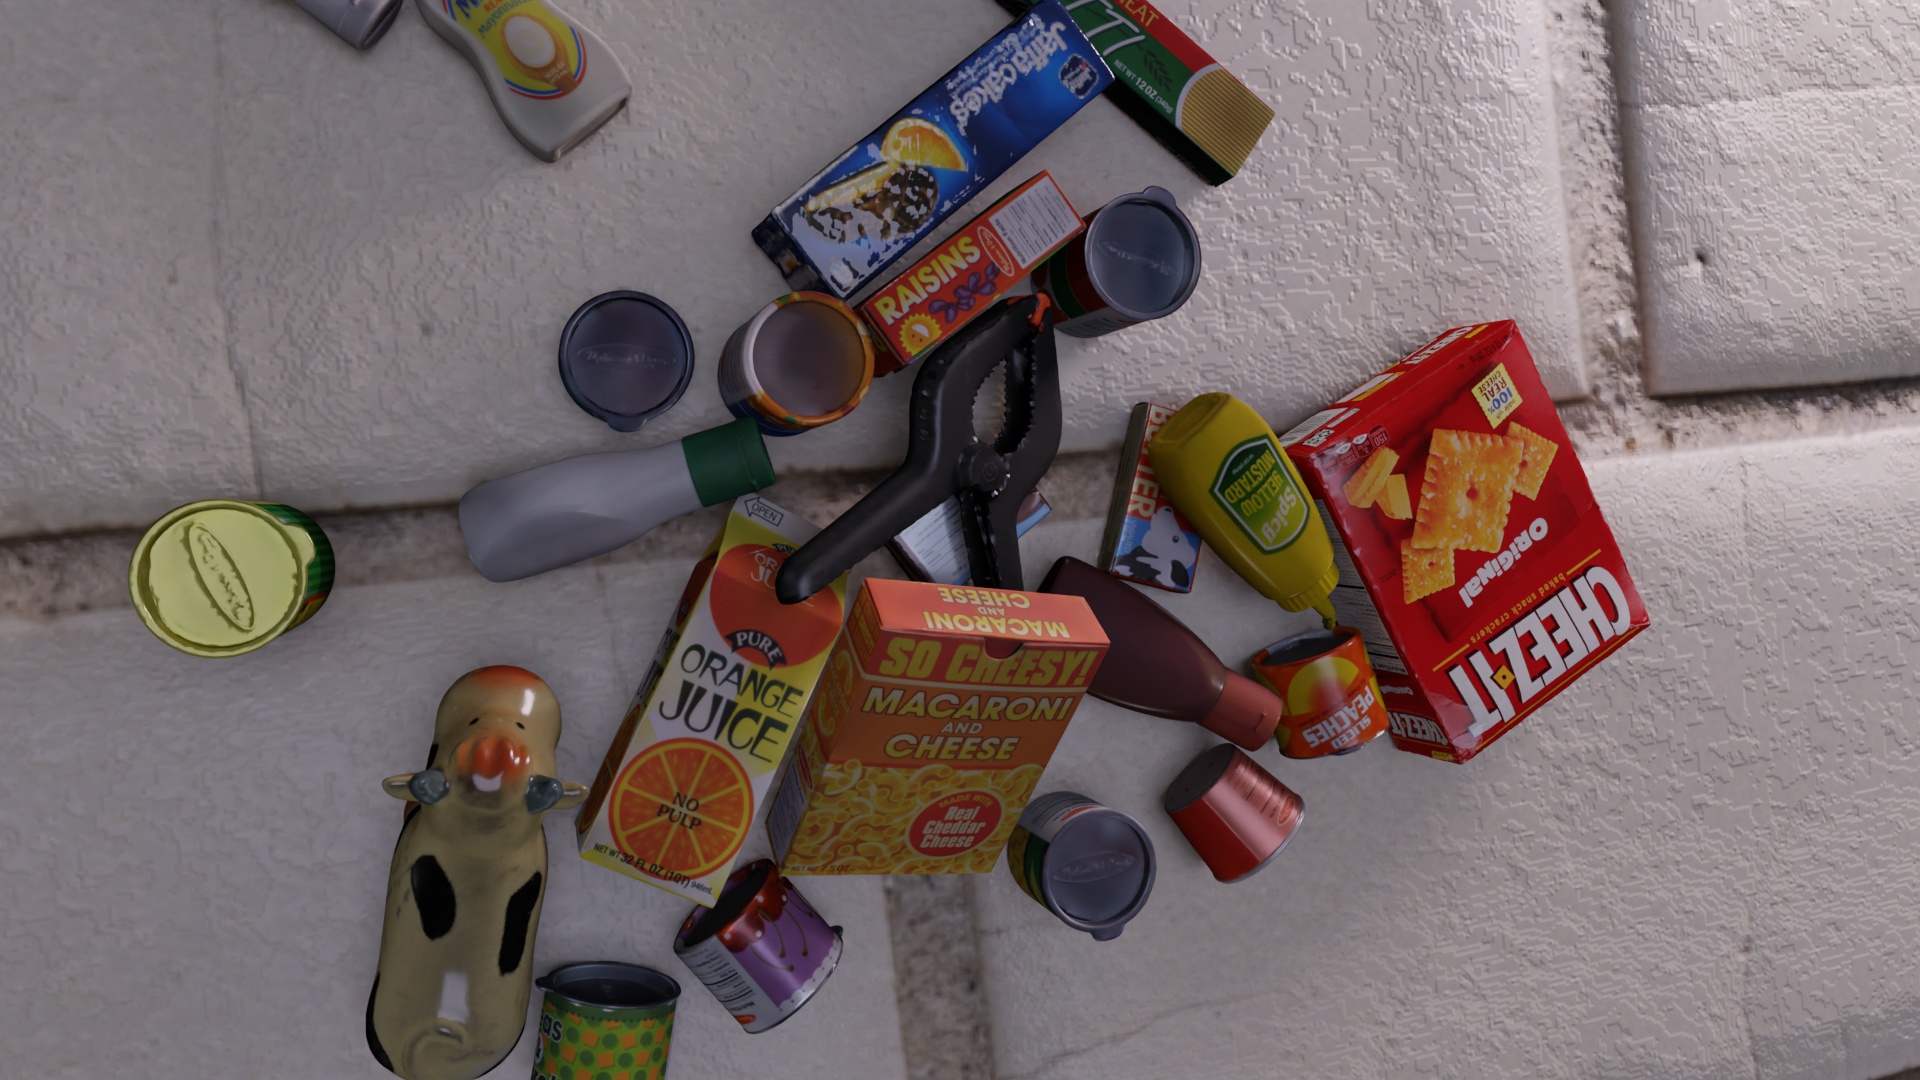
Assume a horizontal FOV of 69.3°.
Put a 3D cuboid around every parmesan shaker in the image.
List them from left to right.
[{"bbox_3d":[-0.318,0.014,0.622,0.071,0.103,0.071,0,91,-17],"label":"parmesan shaker"}]

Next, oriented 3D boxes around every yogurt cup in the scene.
[{"bbox_3d":[0.154,0.153,0.793,0.054,0.072,0.072,46,78,-5],"label":"yogurt cup"}]

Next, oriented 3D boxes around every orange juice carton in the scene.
[{"bbox_3d":[-0.120,0.075,0.701,0.072,0.073,0.193,26,82,-16],"label":"orange juice carton"}]

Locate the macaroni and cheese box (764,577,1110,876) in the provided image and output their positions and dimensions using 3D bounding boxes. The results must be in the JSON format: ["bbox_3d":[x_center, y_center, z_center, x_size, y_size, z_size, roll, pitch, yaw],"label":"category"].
[{"bbox_3d":[-0.014,0.099,0.695,0.124,0.040,0.165,6,125,-27],"label":"macaroni and cheese box"}]

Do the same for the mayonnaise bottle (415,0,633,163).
[{"bbox_3d":[-0.231,-0.261,0.680,0.065,0.041,0.148,-43,103,-11],"label":"mayonnaise bottle"}]

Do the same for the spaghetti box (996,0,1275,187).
[{"bbox_3d":[0.070,-0.297,0.782,0.250,0.028,0.050,36,79,-15],"label":"spaghetti box"}]

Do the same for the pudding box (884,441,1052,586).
[{"bbox_3d":[0.003,-0.010,0.761,0.084,0.030,0.049,-40,100,-14],"label":"pudding box"}]

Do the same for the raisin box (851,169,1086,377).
[{"bbox_3d":[-0.004,-0.136,0.729,0.124,0.086,0.040,-39,102,-14],"label":"raisin box"}]

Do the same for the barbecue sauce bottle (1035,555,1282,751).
[{"bbox_3d":[0.107,0.069,0.774,0.148,0.044,0.065,28,92,-5],"label":"barbecue sauce bottle"}]

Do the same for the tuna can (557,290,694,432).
[{"bbox_3d":[-0.170,-0.089,0.705,0.071,0.033,0.071,0,90,-17],"label":"tuna can"}]

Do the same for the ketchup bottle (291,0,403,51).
[{"bbox_3d":[-0.335,-0.291,0.646,0.148,0.043,0.065,37,81,-15],"label":"ketchup bottle"}]

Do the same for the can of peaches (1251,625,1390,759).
[{"bbox_3d":[0.209,0.088,0.806,0.071,0.071,0.058,-21,96,-16],"label":"can of peaches"}]

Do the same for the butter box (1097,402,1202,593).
[{"bbox_3d":[0.116,-0.025,0.800,0.053,0.024,0.103,15,86,-18],"label":"butter box"}]

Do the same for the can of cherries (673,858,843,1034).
[{"bbox_3d":[-0.102,0.205,0.712,0.071,0.071,0.058,-41,101,-13],"label":"can of cherries"}]

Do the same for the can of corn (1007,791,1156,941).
[{"bbox_3d":[0.066,0.178,0.767,0.071,0.058,0.071,0,90,-18],"label":"can of corn"}]

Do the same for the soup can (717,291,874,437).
[{"bbox_3d":[-0.082,-0.087,0.706,0.071,0.083,0.071,0,91,-18],"label":"soup can"}]

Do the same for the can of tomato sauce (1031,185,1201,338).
[{"bbox_3d":[0.083,-0.150,0.758,0.071,0.083,0.071,0,91,-18],"label":"can of tomato sauce"}]

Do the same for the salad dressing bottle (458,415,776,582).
[{"bbox_3d":[-0.166,-0.022,0.681,0.148,0.064,0.044,-18,66,-5],"label":"salad dressing bottle"}]

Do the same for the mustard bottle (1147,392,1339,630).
[{"bbox_3d":[0.172,-0.008,0.781,0.065,0.049,0.160,-44,108,-12],"label":"mustard bottle"}]

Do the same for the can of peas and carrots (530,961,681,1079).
[{"bbox_3d":[-0.178,0.247,0.686,0.071,0.071,0.058,9,89,-17],"label":"can of peas and carrots"}]
